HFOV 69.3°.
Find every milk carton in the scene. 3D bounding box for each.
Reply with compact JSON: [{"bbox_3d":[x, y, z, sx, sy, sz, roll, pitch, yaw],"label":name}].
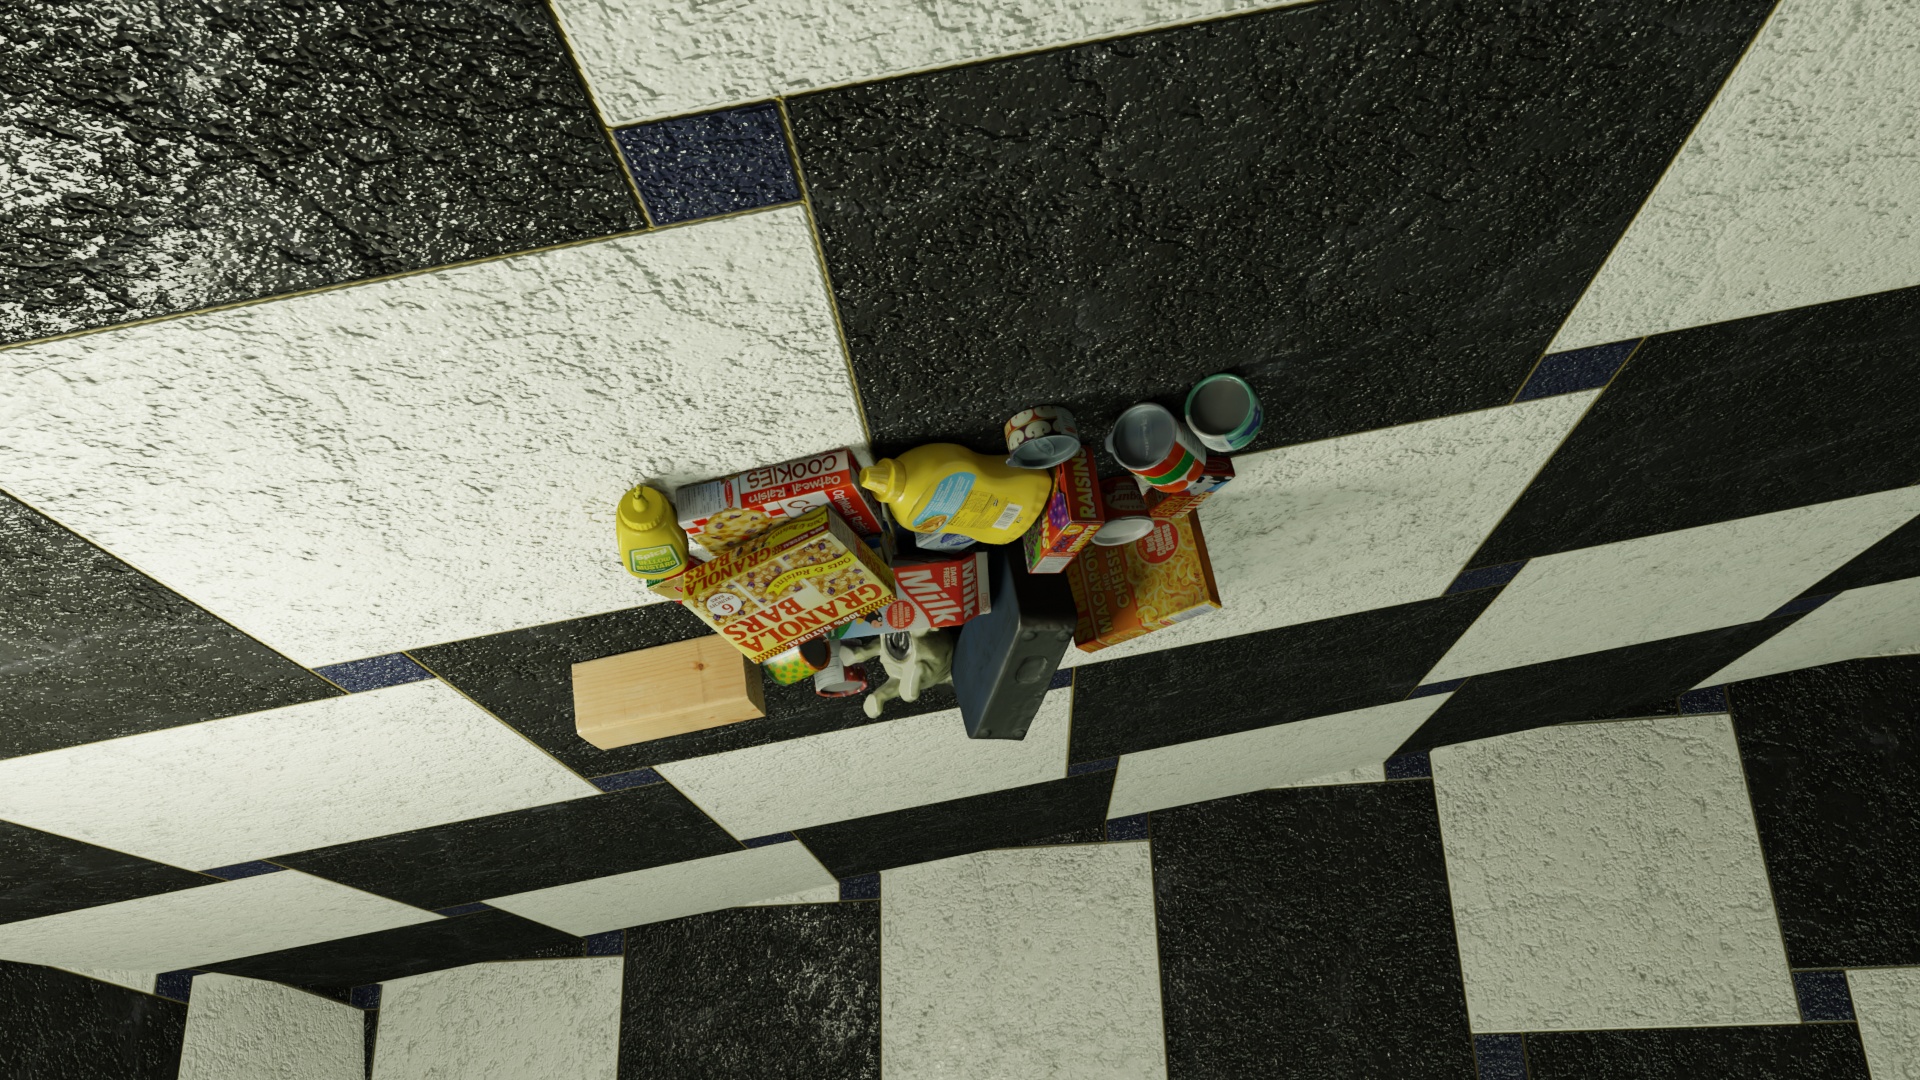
[{"bbox_3d":[-0.060,0.055,1.492,0.191,0.072,0.073,-6,-169,-17],"label":"milk carton"}]

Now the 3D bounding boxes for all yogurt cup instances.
[{"bbox_3d":[0.164,-0.032,1.450,0.072,0.054,0.072,-10,158,-4],"label":"yogurt cup"}]

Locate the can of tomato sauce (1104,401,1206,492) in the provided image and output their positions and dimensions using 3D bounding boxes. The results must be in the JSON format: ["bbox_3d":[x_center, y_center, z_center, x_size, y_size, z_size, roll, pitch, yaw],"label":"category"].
[{"bbox_3d":[0.186,-0.086,1.314,0.071,0.071,0.083,-22,156,24],"label":"can of tomato sauce"}]

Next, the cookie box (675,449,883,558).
[{"bbox_3d":[-0.168,-0.030,1.318,0.167,0.040,0.122,-13,158,6],"label":"cookie box"}]

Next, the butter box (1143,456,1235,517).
[{"bbox_3d":[0.238,-0.055,1.468,0.053,0.024,0.103,1,155,-29],"label":"butter box"}]

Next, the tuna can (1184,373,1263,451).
[{"bbox_3d":[0.242,-0.119,1.266,0.071,0.071,0.033,-20,155,20],"label":"tuna can"}]

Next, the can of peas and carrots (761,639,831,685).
[{"bbox_3d":[-0.196,0.134,1.662,0.058,0.071,0.071,-25,154,28],"label":"can of peas and carrots"}]

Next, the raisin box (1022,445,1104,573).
[{"bbox_3d":[0.098,-0.030,1.381,0.040,0.086,0.122,2,155,-18],"label":"raisin box"}]

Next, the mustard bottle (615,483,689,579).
[{"bbox_3d":[-0.290,-0.012,1.288,0.065,0.049,0.159,-10,158,-8],"label":"mustard bottle"}]

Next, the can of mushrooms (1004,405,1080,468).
[{"bbox_3d":[0.073,-0.095,1.284,0.071,0.033,0.070,-10,158,-4],"label":"can of mushrooms"}]

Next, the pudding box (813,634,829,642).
[{"bbox_3d":[-0.144,0.091,1.631,0.083,0.030,0.049,-24,156,28],"label":"pudding box"}]

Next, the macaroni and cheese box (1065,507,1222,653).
[{"bbox_3d":[0.197,0.042,1.552,0.166,0.124,0.040,-22,154,26],"label":"macaroni and cheese box"}]

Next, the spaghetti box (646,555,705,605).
[{"bbox_3d":[-0.254,0.067,1.522,0.050,0.029,0.249,-18,157,17],"label":"spaghetti box"}]

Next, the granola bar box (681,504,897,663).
[{"bbox_3d":[-0.162,0.044,1.325,0.165,0.039,0.124,-25,136,17],"label":"granola bar box"}]

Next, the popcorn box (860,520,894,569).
[{"bbox_3d":[-0.133,0.018,1.399,0.127,0.038,0.085,-13,-168,4],"label":"popcorn box"}]

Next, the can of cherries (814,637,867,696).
[{"bbox_3d":[-0.152,0.161,1.759,0.071,0.058,0.071,-9,157,-4],"label":"can of cherries"}]

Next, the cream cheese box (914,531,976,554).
[{"bbox_3d":[0.005,-0.018,1.447,0.053,0.024,0.103,11,149,-43],"label":"cream cheese box"}]
